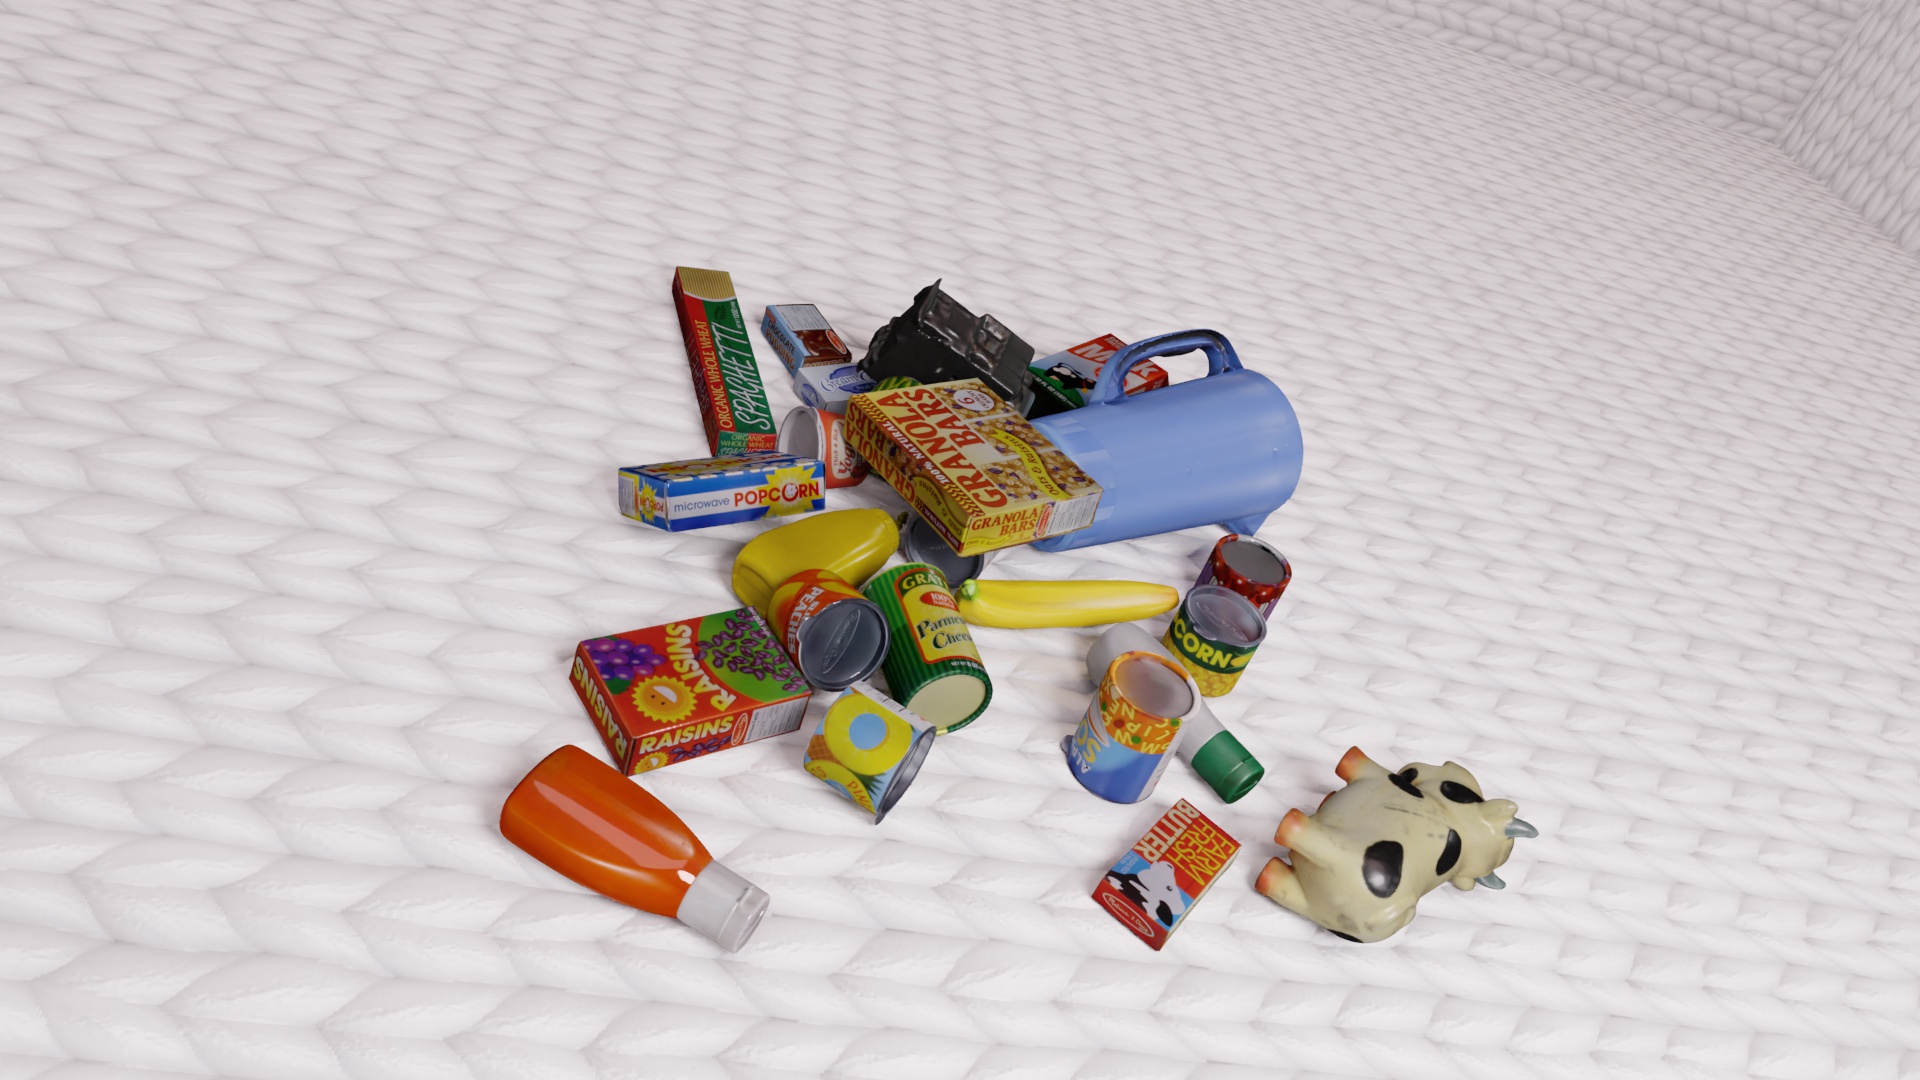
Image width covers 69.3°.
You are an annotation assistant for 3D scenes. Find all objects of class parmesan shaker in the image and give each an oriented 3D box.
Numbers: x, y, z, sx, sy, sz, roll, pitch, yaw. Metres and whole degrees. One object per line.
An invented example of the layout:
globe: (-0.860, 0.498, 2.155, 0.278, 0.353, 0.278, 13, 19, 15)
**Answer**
parmesan shaker: (-0.022, 0.074, 0.947, 0.071, 0.071, 0.103, 0, 42, -26)

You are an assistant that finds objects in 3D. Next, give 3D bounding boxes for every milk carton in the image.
milk carton: (0.122, -0.132, 1.268, 0.072, 0.073, 0.191, 39, 40, 23)

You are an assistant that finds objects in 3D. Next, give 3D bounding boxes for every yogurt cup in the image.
yogurt cup: (-0.105, -0.070, 1.090, 0.054, 0.072, 0.072, 1, 40, -37)

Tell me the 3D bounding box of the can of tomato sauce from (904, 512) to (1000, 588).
can of tomato sauce: (0.004, -0.013, 1.066, 0.071, 0.070, 0.083, 30, 37, 11)

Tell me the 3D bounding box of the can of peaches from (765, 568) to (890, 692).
can of peaches: (-0.090, 0.057, 0.919, 0.071, 0.071, 0.058, -5, 22, -31)

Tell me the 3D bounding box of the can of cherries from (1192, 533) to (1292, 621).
can of cherries: (0.225, 0.038, 1.118, 0.071, 0.058, 0.072, 14, 37, -10)

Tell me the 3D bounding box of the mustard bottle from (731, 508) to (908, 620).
mustard bottle: (-0.090, 0.010, 1.008, 0.065, 0.048, 0.161, 38, 39, 25)

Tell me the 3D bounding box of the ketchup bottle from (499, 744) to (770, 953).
ketchup bottle: (-0.176, 0.173, 0.765, 0.149, 0.043, 0.065, 29, 38, 10)

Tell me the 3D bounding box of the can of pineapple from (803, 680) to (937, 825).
can of pineapple: (-0.057, 0.130, 0.860, 0.058, 0.070, 0.071, 30, 37, 13)

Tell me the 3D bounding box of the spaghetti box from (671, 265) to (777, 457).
spaghetti box: (-0.202, -0.154, 1.175, 0.050, 0.028, 0.251, 2, 41, -23)

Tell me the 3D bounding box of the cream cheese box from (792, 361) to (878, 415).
cream cheese box: (-0.088, -0.131, 1.205, 0.104, 0.024, 0.053, -12, 46, -37)

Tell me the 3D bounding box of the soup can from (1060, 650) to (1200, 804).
soup can: (0.113, 0.124, 0.934, 0.071, 0.083, 0.072, 13, 37, -10)

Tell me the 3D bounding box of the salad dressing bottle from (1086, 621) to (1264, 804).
salad dressing bottle: (0.153, 0.122, 0.990, 0.064, 0.043, 0.148, -15, 50, -41)

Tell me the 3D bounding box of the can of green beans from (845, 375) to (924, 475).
can of green beans: (-0.056, -0.094, 1.139, 0.071, 0.071, 0.058, 28, 37, 9)

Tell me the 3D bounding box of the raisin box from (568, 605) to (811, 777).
raisin box: (-0.170, 0.092, 0.874, 0.124, 0.039, 0.086, -11, 48, -37)

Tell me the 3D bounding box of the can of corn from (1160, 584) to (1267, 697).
can of corn: (0.188, 0.077, 1.050, 0.071, 0.058, 0.071, 14, 37, -11)

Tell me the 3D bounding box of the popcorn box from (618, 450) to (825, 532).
popcorn box: (-0.172, -0.037, 1.004, 0.127, 0.038, 0.085, -10, 14, -35)

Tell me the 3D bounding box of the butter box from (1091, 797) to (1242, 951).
butter box: (0.133, 0.211, 0.885, 0.053, 0.024, 0.104, 37, 40, 19)

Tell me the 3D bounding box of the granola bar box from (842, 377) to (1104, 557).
granola bar box: (0.007, -0.058, 1.038, 0.124, 0.038, 0.166, -12, 42, -35)

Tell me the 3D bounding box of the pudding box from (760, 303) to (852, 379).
pudding box: (-0.138, -0.176, 1.233, 0.050, 0.030, 0.084, -8, 45, -35)
